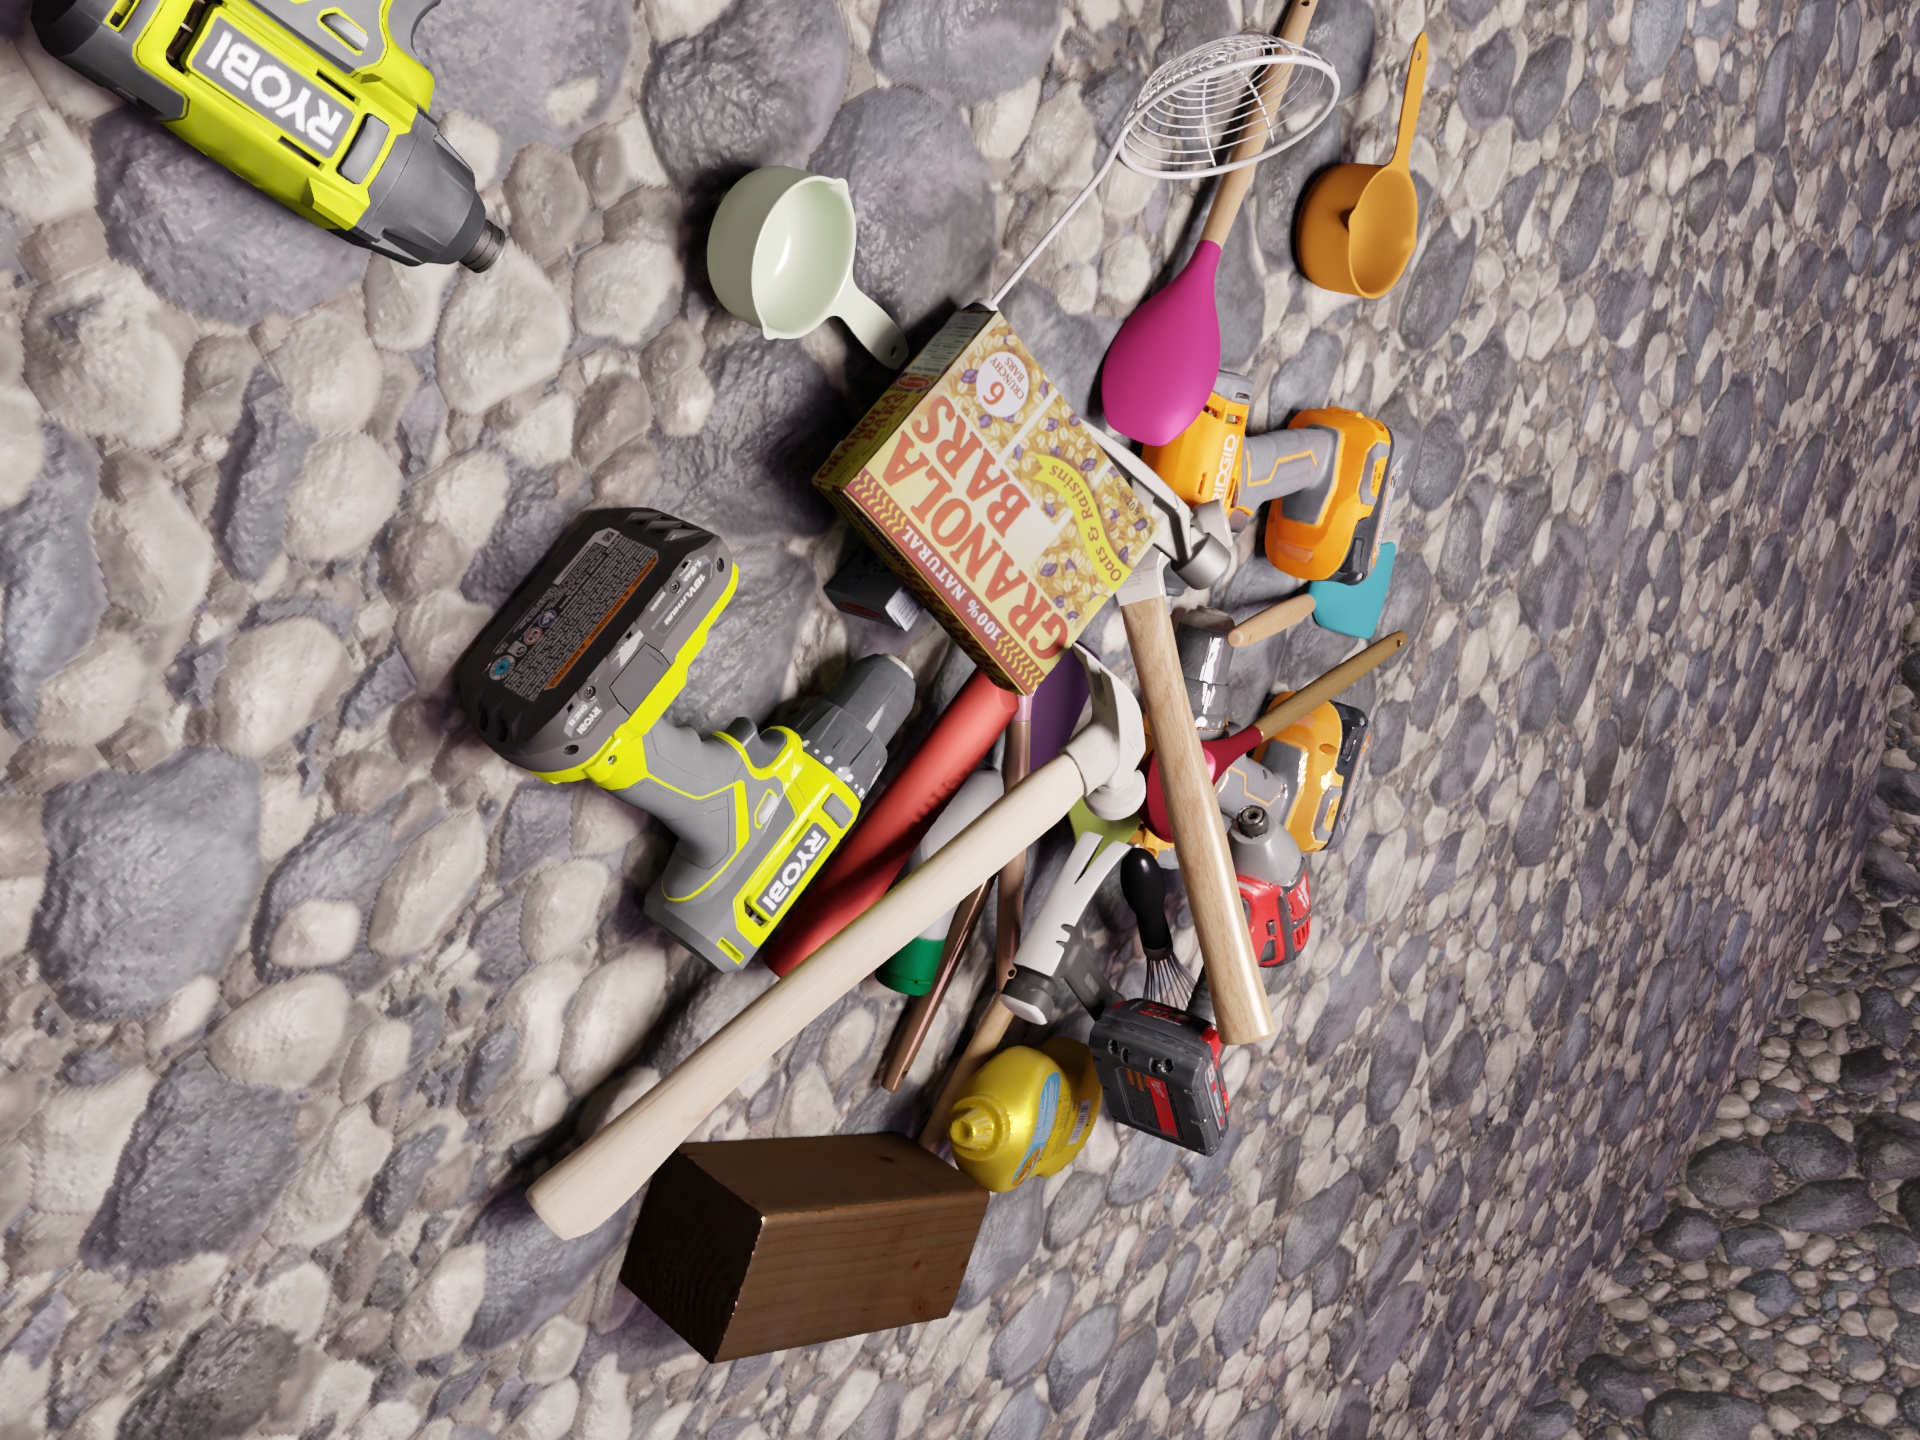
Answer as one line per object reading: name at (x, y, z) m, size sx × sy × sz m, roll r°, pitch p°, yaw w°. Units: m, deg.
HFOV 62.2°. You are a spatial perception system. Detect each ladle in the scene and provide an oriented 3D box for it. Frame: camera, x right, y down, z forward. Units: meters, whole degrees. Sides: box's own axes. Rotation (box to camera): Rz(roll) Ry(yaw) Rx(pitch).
ladle at (0.035, 0.161, 1.079) m, size 0.078 × 0.062 × 0.320 m, roll 24°, pitch 96°, yaw -55°
ladle at (0.222, -0.002, 1.115) m, size 0.315 × 0.031 × 0.069 m, roll -29°, pitch 111°, yaw -35°

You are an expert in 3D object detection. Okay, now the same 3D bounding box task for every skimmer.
skimmer at (0.073, -0.249, 0.880) m, size 0.363 × 0.090 × 0.127 m, roll -51°, pitch -177°, yaw -15°

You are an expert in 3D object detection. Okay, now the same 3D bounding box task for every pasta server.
pasta server at (0.038, 0.027, 0.996) m, size 0.060 × 0.040 × 0.316 m, roll -5°, pitch 108°, yaw -23°

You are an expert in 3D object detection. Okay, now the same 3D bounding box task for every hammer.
hammer at (0.137, 0.037, 0.989) m, size 0.031 × 0.130 × 0.331 m, roll 3°, pitch 74°, yaw -76°
hammer at (-0.060, 0.121, 0.851) m, size 0.410 × 0.038 × 0.146 m, roll -39°, pitch 149°, yaw -13°
hammer at (0.115, 0.208, 1.107) m, size 0.127 × 0.034 × 0.336 m, roll -60°, pitch 147°, yaw -21°
hammer at (-0.001, -0.003, 0.916) m, size 0.149 × 0.037 × 0.359 m, roll 38°, pitch 88°, yaw -17°

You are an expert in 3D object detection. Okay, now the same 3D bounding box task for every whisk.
whisk at (0.148, 0.182, 1.172) m, size 0.070 × 0.070 × 0.284 m, roll -47°, pitch 142°, yaw -24°

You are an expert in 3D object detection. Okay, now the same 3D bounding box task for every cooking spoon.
cooking spoon at (0.164, -0.319, 0.993) m, size 0.017 × 0.069 × 0.319 m, roll 98°, pitch 14°, yaw -82°

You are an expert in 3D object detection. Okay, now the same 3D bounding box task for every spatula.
spatula at (0.259, -0.082, 1.176) m, size 0.317 × 0.044 × 0.082 m, roll -23°, pitch 128°, yaw -61°
spatula at (0.017, 0.094, 1.035) m, size 0.059 × 0.018 × 0.316 m, roll 29°, pitch 83°, yaw -52°

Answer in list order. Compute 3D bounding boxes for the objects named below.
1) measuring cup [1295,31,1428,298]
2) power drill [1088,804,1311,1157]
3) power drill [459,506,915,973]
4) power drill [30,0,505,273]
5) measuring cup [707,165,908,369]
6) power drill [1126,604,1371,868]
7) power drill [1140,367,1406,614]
measuring cup at (0.277, -0.379, 1.088) m, size 0.095 × 0.052 × 0.173 m, roll -3°, pitch 107°, yaw -48°
power drill at (0.174, 0.167, 1.078) m, size 0.220 × 0.079 × 0.143 m, roll -55°, pitch 144°, yaw -32°
power drill at (-0.120, 0.001, 0.793) m, size 0.190 × 0.080 × 0.228 m, roll -54°, pitch 142°, yaw -15°
power drill at (-0.197, -0.288, 0.576) m, size 0.171 × 0.080 × 0.223 m, roll 30°, pitch 88°, yaw -50°
measuring cup at (-0.071, -0.214, 0.789) m, size 0.083 × 0.038 × 0.167 m, roll -64°, pitch 158°, yaw 0°
power drill at (0.211, 0.014, 1.176) m, size 0.226 × 0.084 × 0.185 m, roll 3°, pitch 103°, yaw -45°
power drill at (0.202, -0.147, 1.089) m, size 0.226 × 0.084 × 0.164 m, roll 0°, pitch 107°, yaw -44°
